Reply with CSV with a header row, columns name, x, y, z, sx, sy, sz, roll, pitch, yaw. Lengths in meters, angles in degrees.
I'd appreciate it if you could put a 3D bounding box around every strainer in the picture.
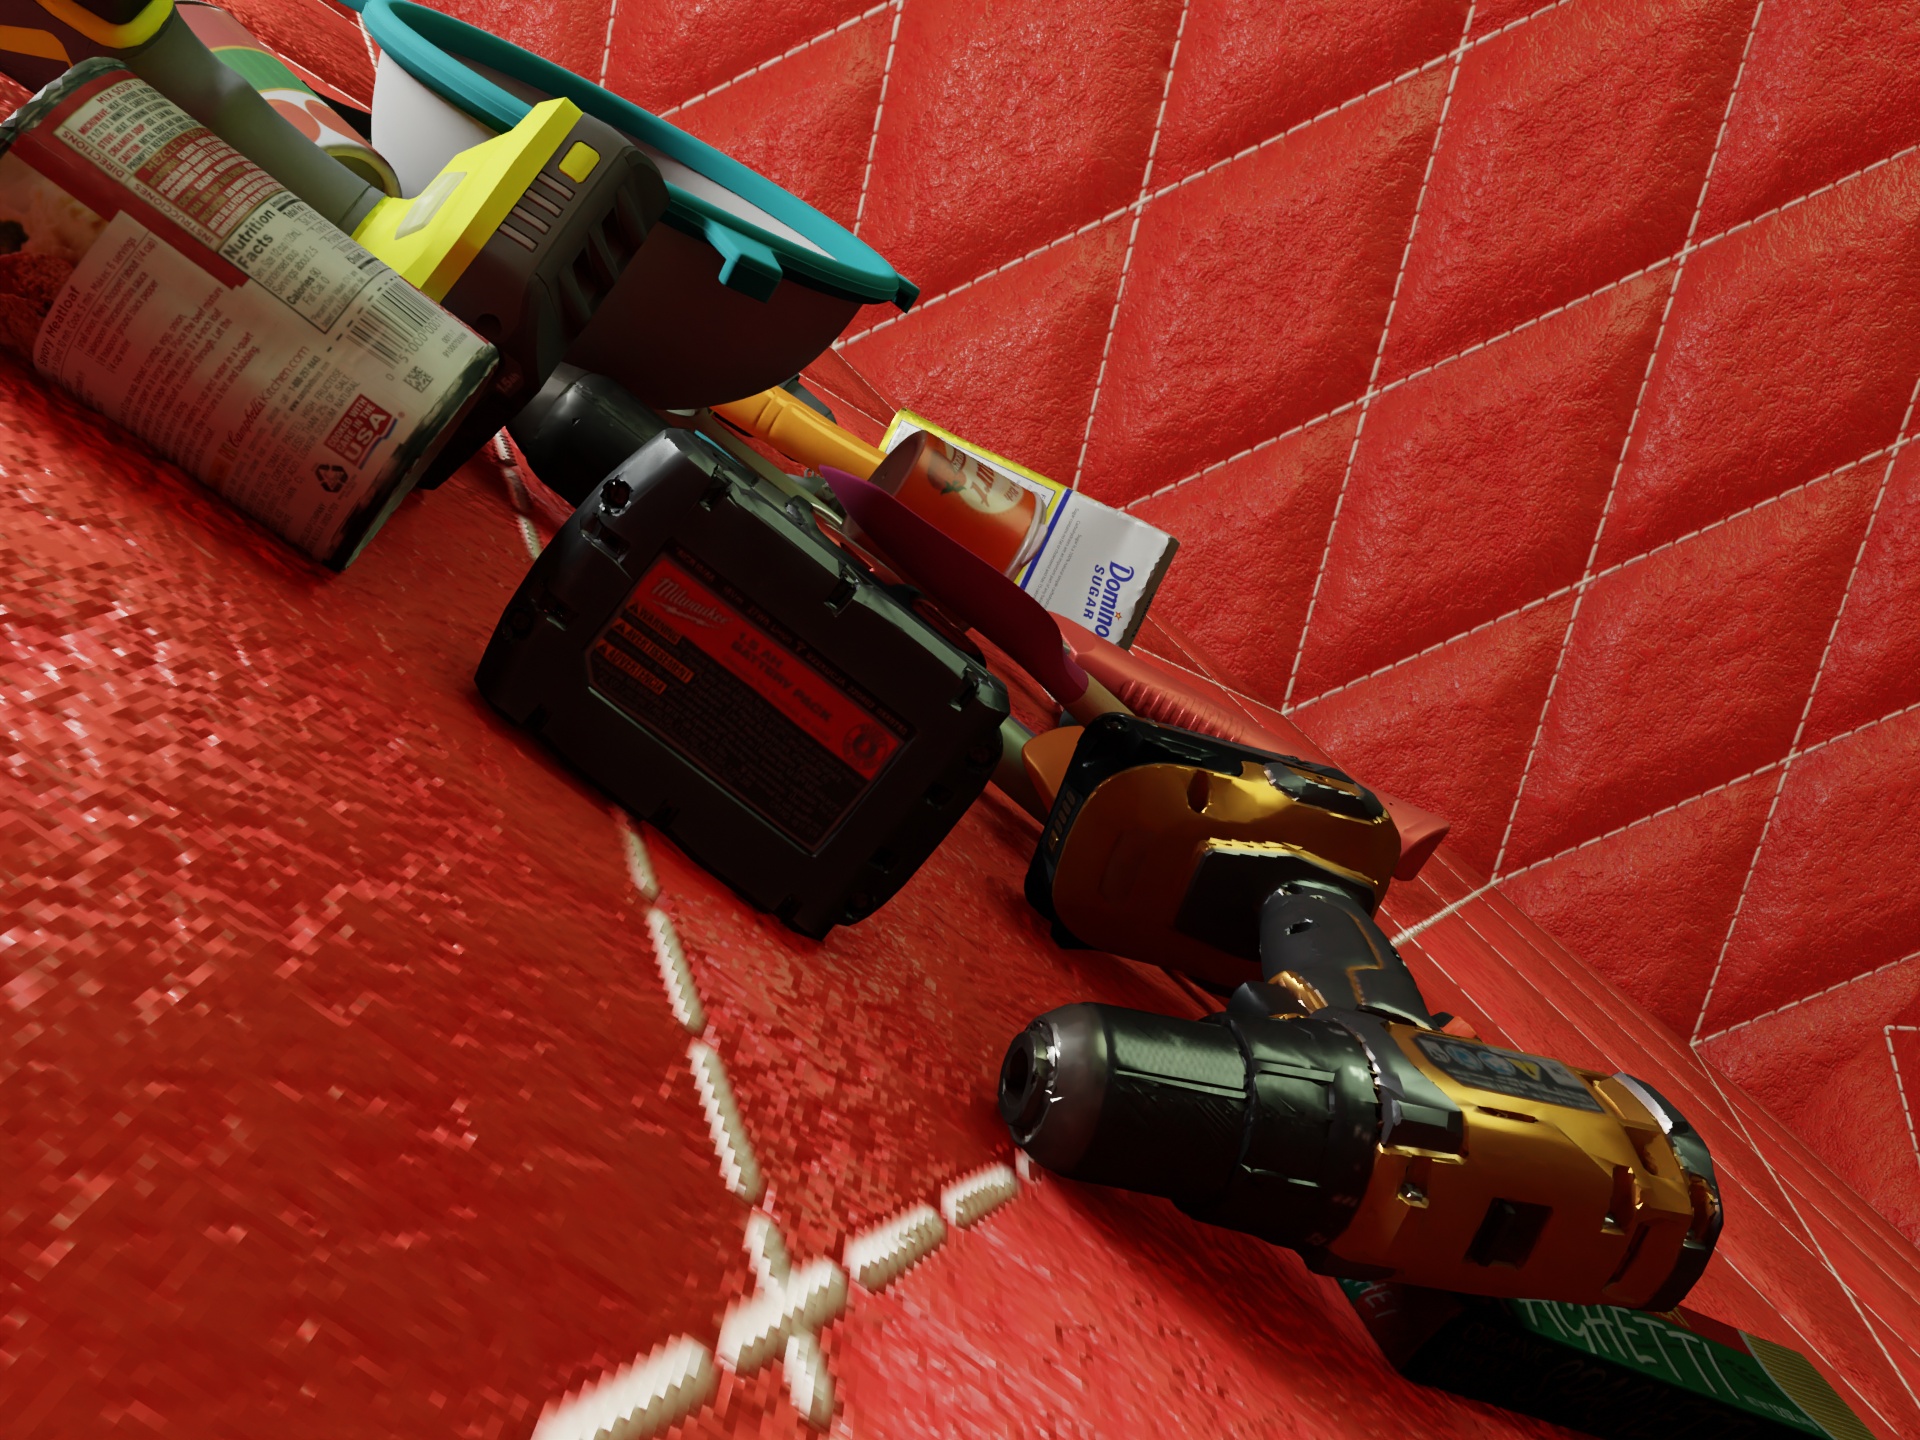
name,x,y,z,sx,sy,sz,roll,pitch,yaw
strainer,-0.191,-0.211,0.612,0.340,0.095,0.211,30,18,5

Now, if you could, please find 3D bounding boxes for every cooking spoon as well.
name,x,y,z,sx,sy,sz,roll,pitch,yaw
cooking spoon,0.055,0.000,0.590,0.069,0.017,0.318,28,-8,47

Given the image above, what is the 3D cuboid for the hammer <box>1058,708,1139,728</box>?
name,x,y,z,sx,sy,sz,roll,pitch,yaw
hammer,0.076,0.004,0.915,0.146,0.035,0.335,38,10,-3

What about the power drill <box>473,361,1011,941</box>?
name,x,y,z,sx,sy,sz,roll,pitch,yaw
power drill,-0.072,-0.040,0.477,0.188,0.080,0.227,38,7,-9

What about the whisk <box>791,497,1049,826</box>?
name,x,y,z,sx,sy,sz,roll,pitch,yaw
whisk,-0.001,-0.002,0.650,0.246,0.058,0.059,41,-23,-18

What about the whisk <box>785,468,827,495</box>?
name,x,y,z,sx,sy,sz,roll,pitch,yaw
whisk,-0.082,-0.131,0.908,0.055,0.055,0.239,40,14,1

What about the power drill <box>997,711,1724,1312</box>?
name,x,y,z,sx,sy,sz,roll,pitch,yaw
power drill,0.083,0.075,0.469,0.185,0.084,0.226,14,19,-17

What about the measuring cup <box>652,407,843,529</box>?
name,x,y,z,sx,sy,sz,roll,pitch,yaw
measuring cup,-0.114,-0.108,0.673,0.167,0.038,0.083,36,20,5

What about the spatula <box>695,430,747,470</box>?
name,x,y,z,sx,sy,sz,roll,pitch,yaw
spatula,-0.157,-0.139,0.745,0.318,0.044,0.082,38,11,17

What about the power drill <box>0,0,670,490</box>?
name,x,y,z,sx,sy,sz,roll,pitch,yaw
power drill,-0.196,-0.168,0.407,0.223,0.080,0.171,37,-28,-24

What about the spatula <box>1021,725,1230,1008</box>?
name,x,y,z,sx,sy,sz,roll,pitch,yaw
spatula,0.138,0.125,0.601,0.323,0.041,0.081,45,25,20

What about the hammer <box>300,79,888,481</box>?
name,x,y,z,sx,sy,sz,roll,pitch,yaw
hammer,-0.161,-0.193,0.761,0.337,0.034,0.127,32,10,-3

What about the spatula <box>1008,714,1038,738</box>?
name,x,y,z,sx,sy,sz,roll,pitch,yaw
spatula,0.079,0.047,0.713,0.316,0.018,0.059,37,-2,22

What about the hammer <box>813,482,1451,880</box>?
name,x,y,z,sx,sy,sz,roll,pitch,yaw
hammer,0.083,-0.025,0.815,0.359,0.036,0.149,29,25,2

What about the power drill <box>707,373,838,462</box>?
name,x,y,z,sx,sy,sz,roll,pitch,yaw
power drill,-0.161,-0.220,0.930,0.190,0.080,0.228,39,8,-3
